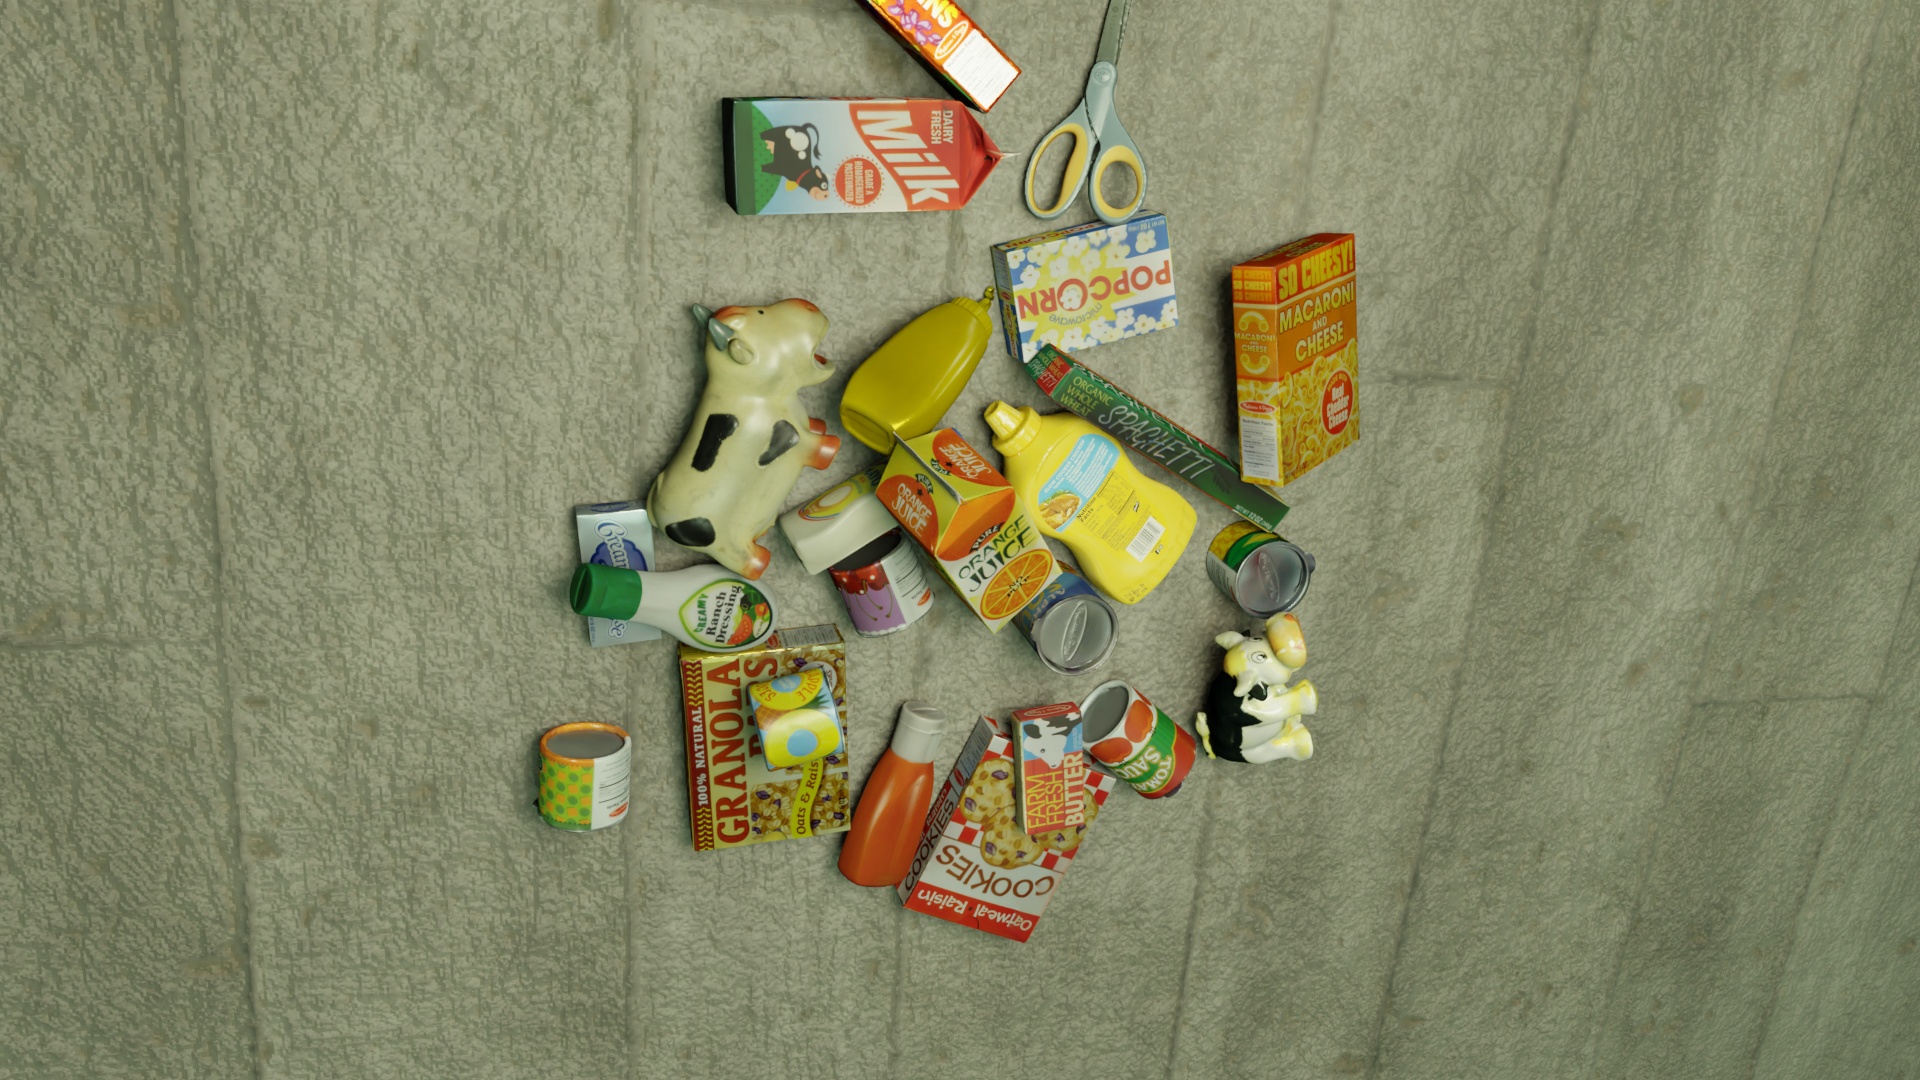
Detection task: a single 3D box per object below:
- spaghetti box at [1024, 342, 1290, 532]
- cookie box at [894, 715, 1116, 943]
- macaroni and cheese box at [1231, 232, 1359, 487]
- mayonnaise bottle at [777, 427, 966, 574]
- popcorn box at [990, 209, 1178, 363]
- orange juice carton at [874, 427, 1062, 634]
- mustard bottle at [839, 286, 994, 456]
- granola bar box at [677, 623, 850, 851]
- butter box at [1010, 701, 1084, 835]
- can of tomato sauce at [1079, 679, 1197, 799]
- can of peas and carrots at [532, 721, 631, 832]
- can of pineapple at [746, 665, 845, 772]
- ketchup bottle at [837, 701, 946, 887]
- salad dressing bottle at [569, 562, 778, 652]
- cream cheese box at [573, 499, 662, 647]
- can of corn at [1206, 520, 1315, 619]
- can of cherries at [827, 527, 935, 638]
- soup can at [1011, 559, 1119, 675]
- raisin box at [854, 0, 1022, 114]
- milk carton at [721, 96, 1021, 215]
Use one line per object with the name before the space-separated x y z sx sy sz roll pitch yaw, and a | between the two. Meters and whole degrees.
spaghetti box | 0.154 -0.075 1.053 0.250 0.050 0.028 27 108 -32
cookie box | 0.036 0.243 1.157 0.123 0.040 0.167 23 101 -23
macaroni and cheese box | 0.256 -0.139 1.057 0.124 0.040 0.165 -27 118 -42
mayonnaise bottle | -0.060 -0.032 1.022 0.148 0.065 0.041 -31 120 -8
popcorn box | 0.093 -0.188 1.023 0.127 0.038 0.085 -15 114 -11
orange juice carton | 0.004 -0.012 0.986 0.073 0.072 0.192 -42 150 -4
mustard bottle | -0.019 -0.128 0.986 0.065 0.048 0.161 33 60 14
granola bar box | -0.150 0.153 1.072 0.124 0.039 0.165 -5 110 -14
butter box | 0.071 0.182 1.112 0.053 0.024 0.103 -8 109 -14
can of tomato sauce | 0.143 0.165 1.145 0.083 0.071 0.071 40 94 -24
can of peas and carrots | -0.280 0.173 1.027 0.071 0.071 0.058 1 108 -17
can of pineapple | -0.120 0.129 1.013 0.058 0.071 0.070 -14 112 -12
ketchup bottle | -0.050 0.203 1.113 0.065 0.043 0.148 4 109 -47
salad dressing bottle | -0.203 0.044 0.991 0.148 0.044 0.064 11 99 -39
cream cheese box | -0.247 0.023 1.006 0.053 0.024 0.103 -7 111 -15
can of corn | 0.244 0.022 1.130 0.071 0.058 0.071 -5 110 -14
can of cherries | -0.062 0.031 1.041 0.071 0.071 0.058 -26 114 -6
soup can | 0.075 0.058 1.079 0.071 0.084 0.071 -5 110 -14
raisin box | -0.024 -0.339 0.909 0.123 0.086 0.040 39 100 -24
milk carton | -0.060 -0.260 0.934 0.191 0.072 0.073 -5 110 -15
